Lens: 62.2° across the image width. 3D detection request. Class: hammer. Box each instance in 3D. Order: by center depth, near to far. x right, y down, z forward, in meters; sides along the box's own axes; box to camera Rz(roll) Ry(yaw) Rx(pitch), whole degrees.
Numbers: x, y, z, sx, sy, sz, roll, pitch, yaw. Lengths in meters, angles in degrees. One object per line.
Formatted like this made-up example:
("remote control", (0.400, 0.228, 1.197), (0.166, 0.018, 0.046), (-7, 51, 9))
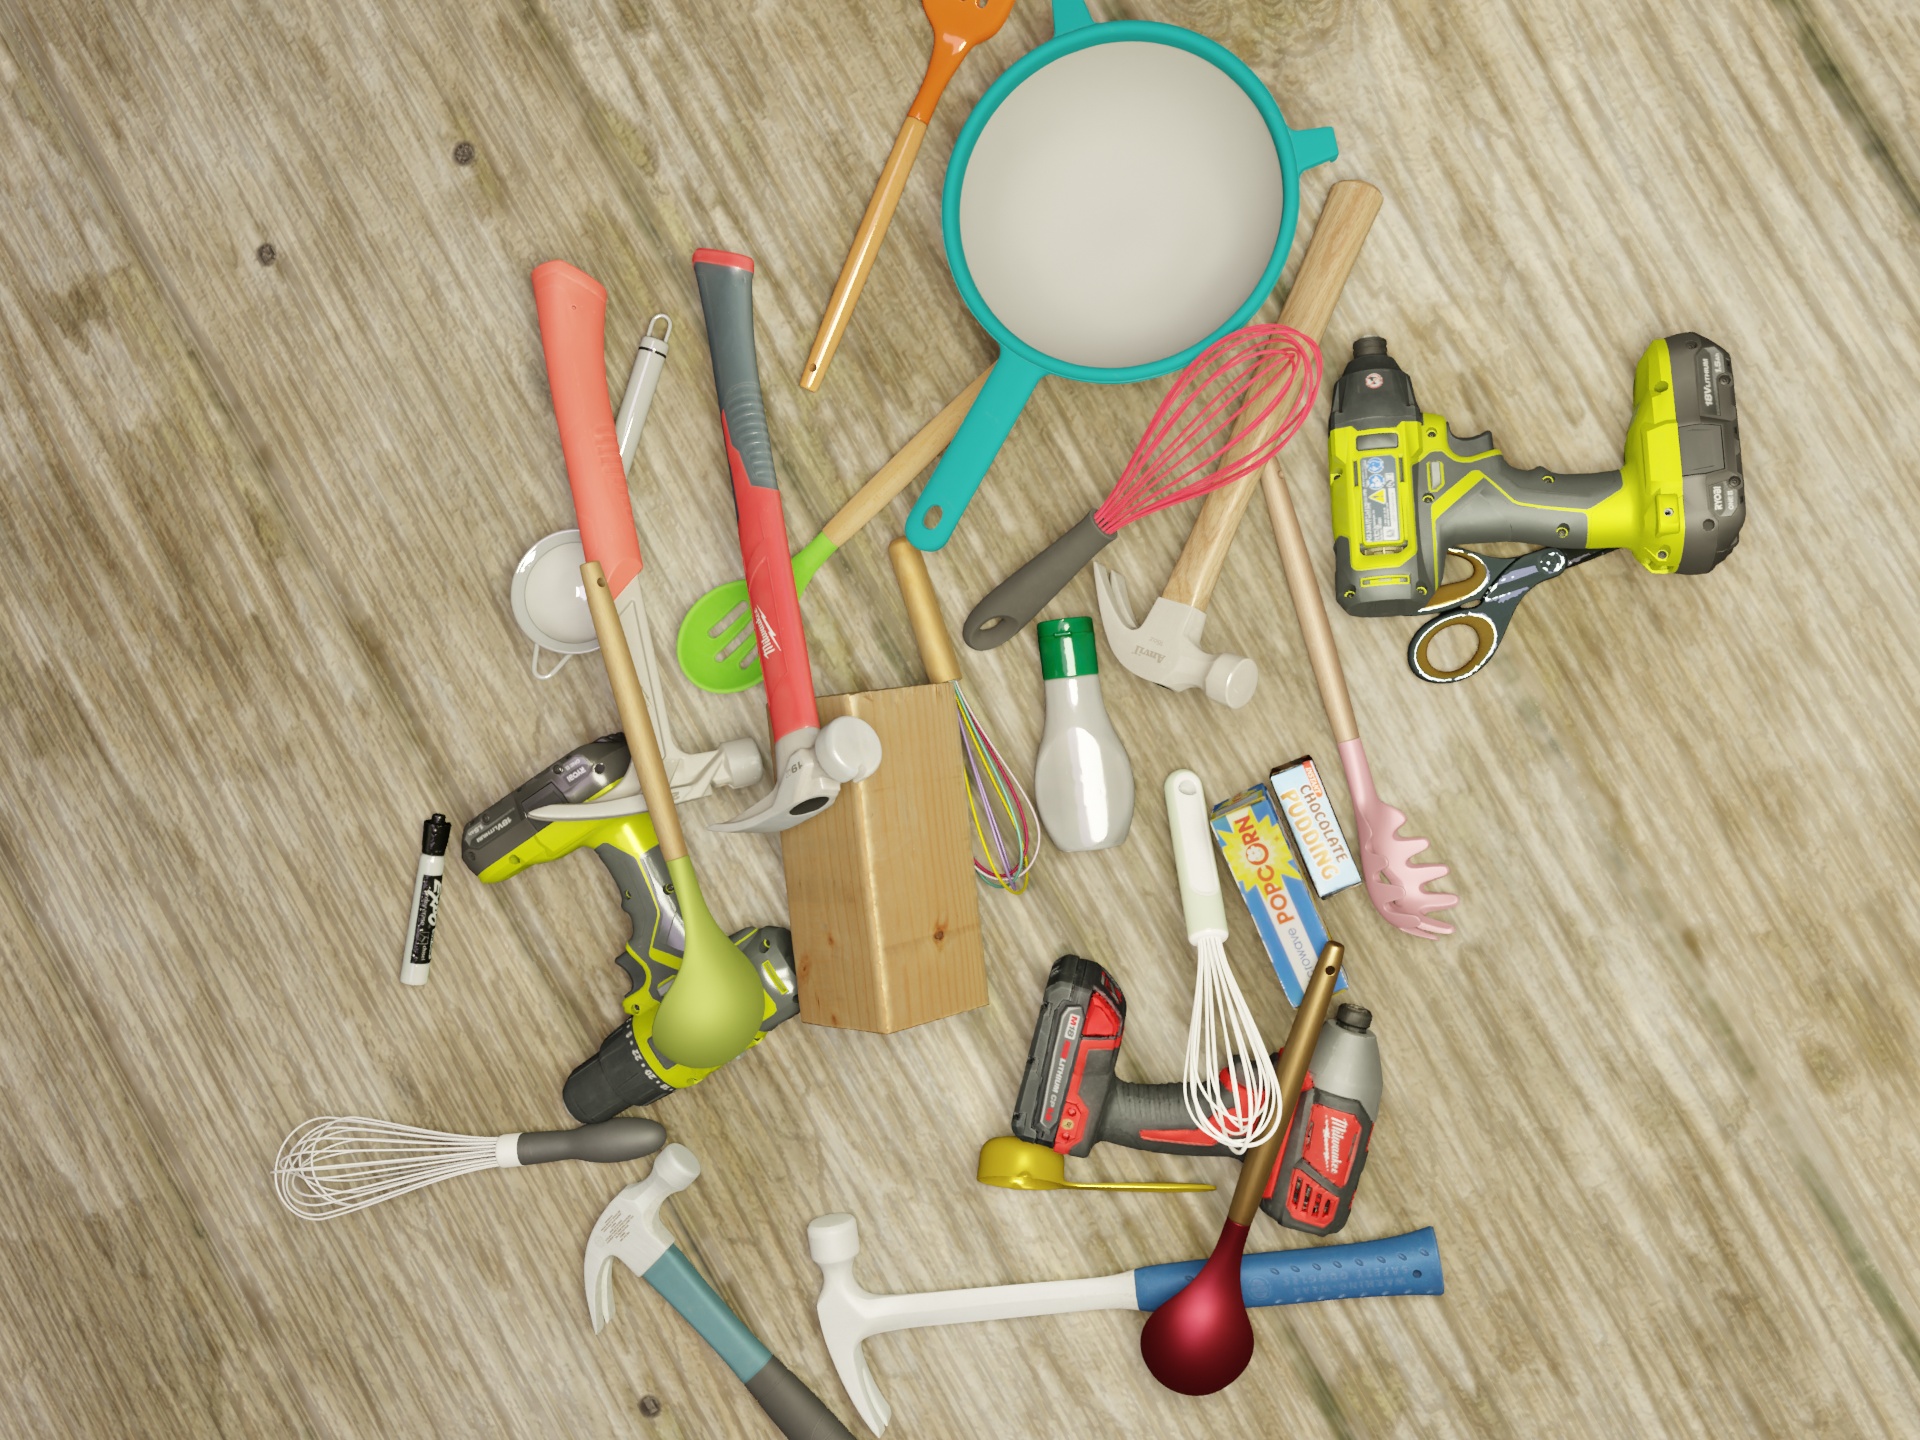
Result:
("hammer", (0.179, -0.176, 0.979), (0.130, 0.031, 0.331), (22, 88, 42))
("hammer", (-0.135, -0.122, 1.001), (0.143, 0.038, 0.387), (-31, 63, 43))
("hammer", (-0.235, -0.117, 1.020), (0.149, 0.037, 0.359), (-11, 85, -18))
("hammer", (0.105, 0.377, 1.035), (0.405, 0.035, 0.144), (-9, 91, 10))
("hammer", (-0.127, 0.450, 1.081), (0.128, 0.033, 0.331), (-45, 85, 8))

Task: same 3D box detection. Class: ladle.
("ladle", (0.177, 0.277, 0.956), (0.069, 0.031, 0.315), (16, 103, 1))
("ladle", (-0.188, 0.060, 0.977), (0.062, 0.078, 0.320), (-12, 96, 47))

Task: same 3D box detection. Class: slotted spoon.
("slotted spoon", (-0.066, -0.136, 1.047), (0.314, 0.031, 0.070), (-44, 85, 7))

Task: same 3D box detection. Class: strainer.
("strainer", (0.068, -0.252, 0.984), (0.211, 0.095, 0.340), (32, 99, 9))
("strainer", (-0.236, -0.149, 1.070), (0.087, 0.050, 0.258), (18, 90, 4))

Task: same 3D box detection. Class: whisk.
("whisk", (0.151, 0.139, 0.962), (0.058, 0.059, 0.247), (0, 60, -9))
("whisk", (0.101, -0.130, 0.963), (0.295, 0.073, 0.073), (-40, 85, 33))
("whisk", (-0.001, -0.003, 1.037), (0.047, 0.051, 0.245), (-14, 83, -34))
("whisk", (-0.342, 0.302, 1.104), (0.284, 0.070, 0.070), (-7, 92, 6))

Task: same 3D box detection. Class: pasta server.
("pasta server", (0.241, -0.016, 0.992), (0.040, 0.060, 0.316), (-18, 86, 44))

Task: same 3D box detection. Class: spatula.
("spatula", (-0.040, -0.366, 1.024), (0.081, 0.041, 0.322), (24, 97, 7))

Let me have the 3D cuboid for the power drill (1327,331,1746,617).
("power drill", (0.334, -0.156, 0.946), (0.223, 0.080, 0.171), (-3, 80, 14))

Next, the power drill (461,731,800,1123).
("power drill", (-0.229, 0.143, 1.064), (0.190, 0.080, 0.228), (-33, 90, 9))

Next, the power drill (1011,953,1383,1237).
("power drill", (0.152, 0.226, 1.001), (0.219, 0.078, 0.143), (15, 96, 6))

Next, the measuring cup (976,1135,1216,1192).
("measuring cup", (0.089, 0.290, 1.034), (0.156, 0.062, 0.029), (3, 66, -2))
